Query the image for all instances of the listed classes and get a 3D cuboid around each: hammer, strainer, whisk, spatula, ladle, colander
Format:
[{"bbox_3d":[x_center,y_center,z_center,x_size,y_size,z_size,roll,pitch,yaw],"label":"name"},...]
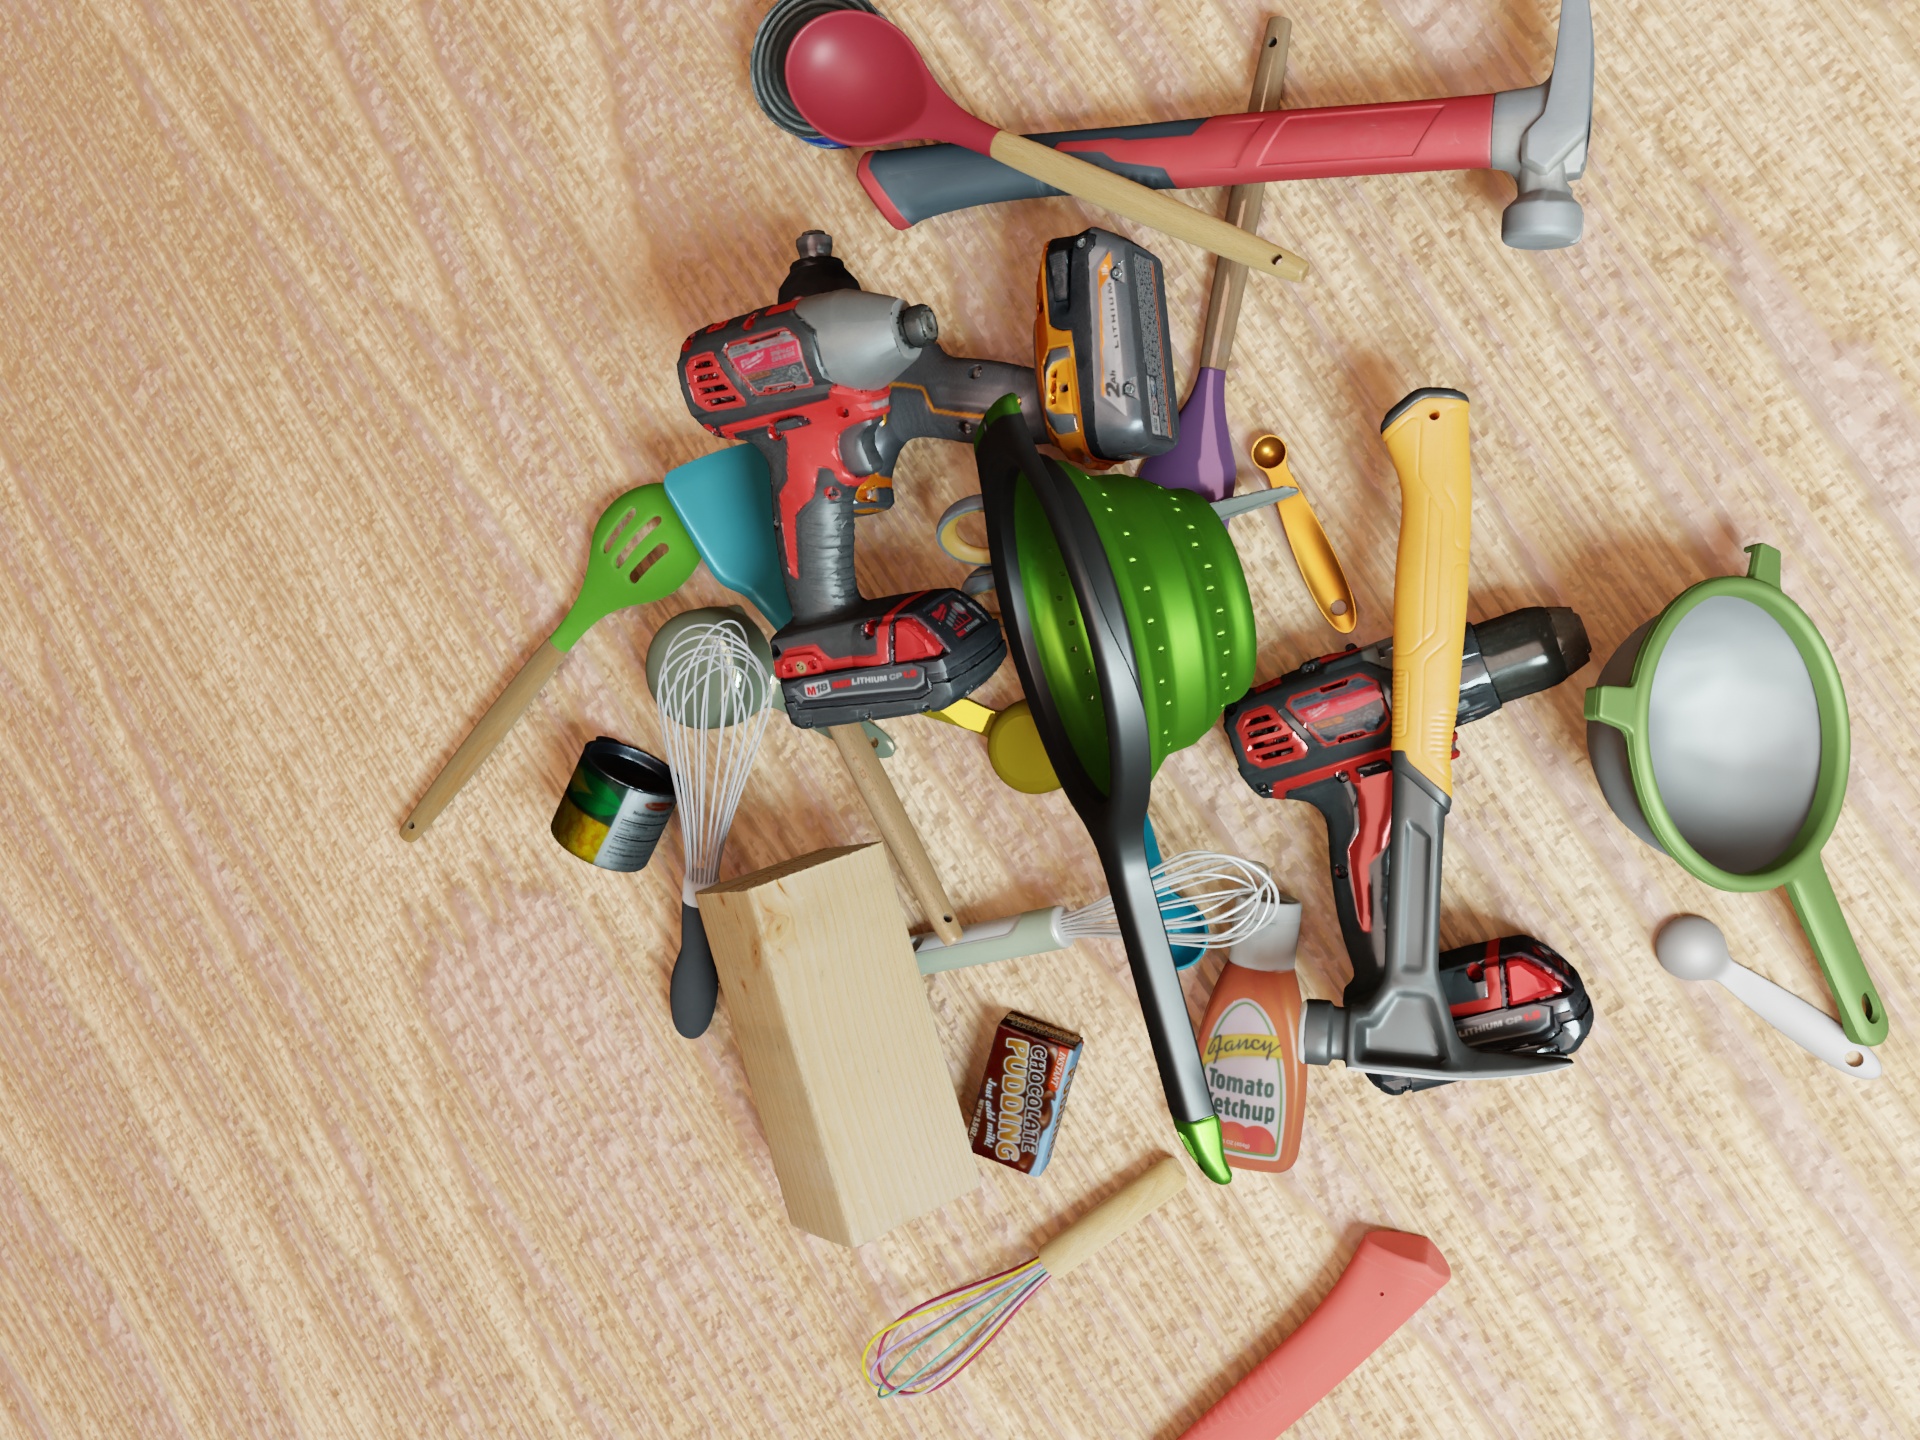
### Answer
[{"bbox_3d":[0.124,-0.313,0.833,0.386,0.038,0.143,5,94,24],"label":"hammer"},{"bbox_3d":[0.383,0.052,0.787,0.151,0.069,0.256,-36,104,-24],"label":"strainer"},{"bbox_3d":[-0.153,0.072,0.956,0.070,0.070,0.284,16,116,17],"label":"whisk"},{"bbox_3d":[0.064,0.114,0.893,0.246,0.058,0.059,-16,119,32],"label":"whisk"},{"bbox_3d":[0.140,-0.217,0.866,0.060,0.018,0.316,15,101,25],"label":"spatula"},{"bbox_3d":[0.041,-0.296,0.836,0.315,0.031,0.069,30,105,19],"label":"ladle"},{"bbox_3d":[0.152,0.428,0.916,0.149,0.036,0.359,44,107,10],"label":"hammer"},{"bbox_3d":[0.235,0.005,0.778,0.127,0.034,0.337,2,87,15],"label":"hammer"},{"bbox_3d":[0.034,0.332,0.944,0.245,0.051,0.047,-41,76,15],"label":"whisk"},{"bbox_3d":[0.107,0.027,0.790,0.094,0.204,0.397,-15,90,-8],"label":"colander"},{"bbox_3d":[-0.074,-0.014,0.929,0.317,0.082,0.044,62,153,9],"label":"spatula"}]

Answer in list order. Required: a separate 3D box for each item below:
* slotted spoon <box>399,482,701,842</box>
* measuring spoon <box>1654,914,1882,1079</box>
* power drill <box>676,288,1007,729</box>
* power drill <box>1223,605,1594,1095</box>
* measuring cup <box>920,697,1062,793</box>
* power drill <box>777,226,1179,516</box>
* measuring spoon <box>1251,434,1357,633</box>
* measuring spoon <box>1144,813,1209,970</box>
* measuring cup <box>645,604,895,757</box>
[{"bbox_3d":[-0.271,-0.029,1.021,0.070,0.031,0.313,46,109,9],"label":"slotted spoon"},{"bbox_3d":[0.412,0.144,0.808,0.124,0.018,0.034,35,105,12],"label":"measuring spoon"},{"bbox_3d":[-0.056,-0.115,0.842,0.143,0.078,0.219,-8,106,28],"label":"power drill"},{"bbox_3d":[0.257,0.061,0.825,0.188,0.080,0.227,-20,86,19],"label":"power drill"},{"bbox_3d":[-0.001,-0.003,0.928,0.156,0.029,0.062,22,102,14],"label":"measuring cup"},{"bbox_3d":[-0.003,-0.205,0.882,0.226,0.084,0.164,-5,94,25],"label":"power drill"},{"bbox_3d":[0.189,-0.101,0.867,0.021,0.011,0.117,-24,91,18],"label":"measuring spoon"},{"bbox_3d":[0.109,0.080,0.910,0.042,0.021,0.129,-22,79,20],"label":"measuring spoon"},{"bbox_3d":[-0.117,-0.013,0.962,0.168,0.038,0.083,25,103,16],"label":"measuring cup"}]
